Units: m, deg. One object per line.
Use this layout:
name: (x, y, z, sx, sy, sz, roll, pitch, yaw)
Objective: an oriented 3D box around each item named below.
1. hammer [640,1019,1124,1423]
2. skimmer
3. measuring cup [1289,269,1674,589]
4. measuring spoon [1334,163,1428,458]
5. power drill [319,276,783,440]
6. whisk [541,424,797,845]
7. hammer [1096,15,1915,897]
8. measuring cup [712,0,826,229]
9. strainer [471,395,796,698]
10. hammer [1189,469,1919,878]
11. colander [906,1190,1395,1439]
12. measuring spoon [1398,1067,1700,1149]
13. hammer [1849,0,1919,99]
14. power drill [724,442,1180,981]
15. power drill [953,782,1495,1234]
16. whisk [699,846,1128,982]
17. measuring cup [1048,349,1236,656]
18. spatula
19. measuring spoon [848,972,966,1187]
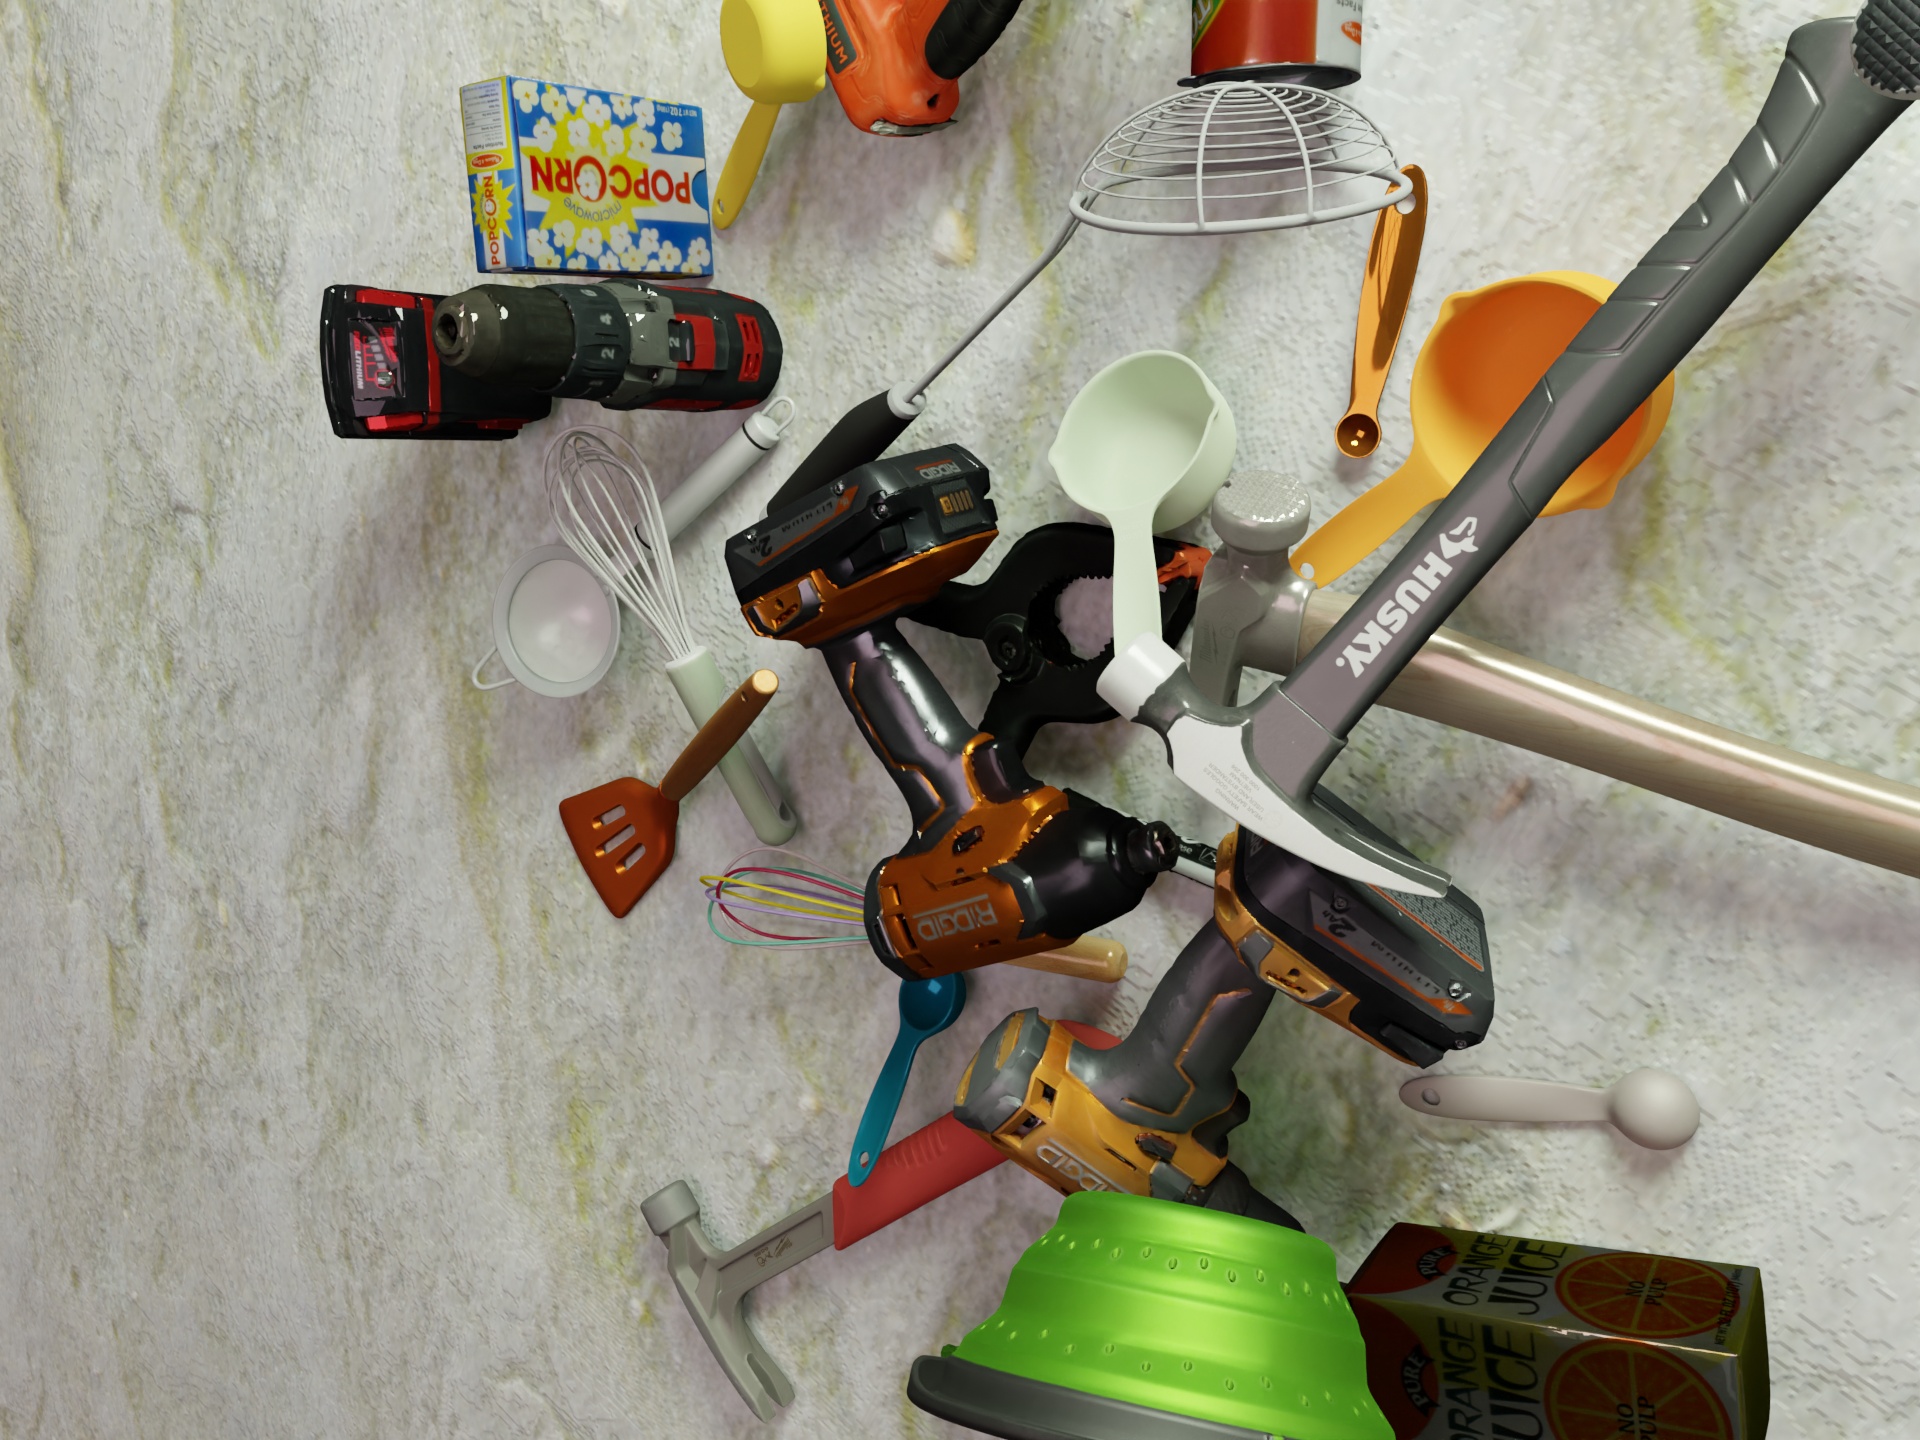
hammer: (-0.038, 0.265, 0.869, 0.359, 0.036, 0.149, -38, 80, 34)
skimmer: (0.028, -0.151, 0.699, 0.090, 0.127, 0.363, 53, 134, -2)
measuring cup: (0.196, -0.103, 0.623, 0.095, 0.052, 0.173, 55, 133, 7)
measuring spoon: (0.173, -0.165, 0.647, 0.021, 0.011, 0.117, 16, 106, 28)
power drill: (-0.227, -0.183, 0.793, 0.227, 0.188, 0.080, 5, 101, 35)
whisk: (-0.147, -0.040, 0.834, 0.059, 0.058, 0.246, -21, 107, 18)
hammer: (0.201, -0.087, 0.546, 0.146, 0.035, 0.334, 42, 109, 13)
measuring cup: (-0.104, -0.283, 0.747, 0.062, 0.029, 0.156, 62, 148, 13)
strainer: (-0.175, -0.092, 0.868, 0.258, 0.050, 0.087, -37, 81, 28)
hammer: (0.281, 0.025, 0.593, 0.411, 0.038, 0.146, 20, 136, 22)
colander: (0.064, 0.264, 0.702, 0.397, 0.204, 0.094, 136, 149, -67)
measuring spoon: (0.245, 0.164, 0.673, 0.124, 0.018, 0.034, -5, 99, 34)
hammer: (0.215, -0.352, 0.521, 0.409, 0.149, 0.036, 57, 145, 19)
power drill: (-0.001, -0.002, 0.708, 0.164, 0.084, 0.226, -20, 92, 41)
power drill: (0.130, 0.154, 0.695, 0.185, 0.084, 0.226, 37, 119, -8)
whisk: (-0.032, 0.105, 0.817, 0.245, 0.051, 0.047, 7, 134, 26)
measuring cup: (0.081, -0.074, 0.669, 0.083, 0.038, 0.168, -13, 66, 33)
spatula: (-0.153, 0.033, 0.837, 0.081, 0.041, 0.322, 61, 152, 5)
measuring spoon: (-0.027, 0.184, 0.828, 0.042, 0.021, 0.128, 23, 92, 48)
